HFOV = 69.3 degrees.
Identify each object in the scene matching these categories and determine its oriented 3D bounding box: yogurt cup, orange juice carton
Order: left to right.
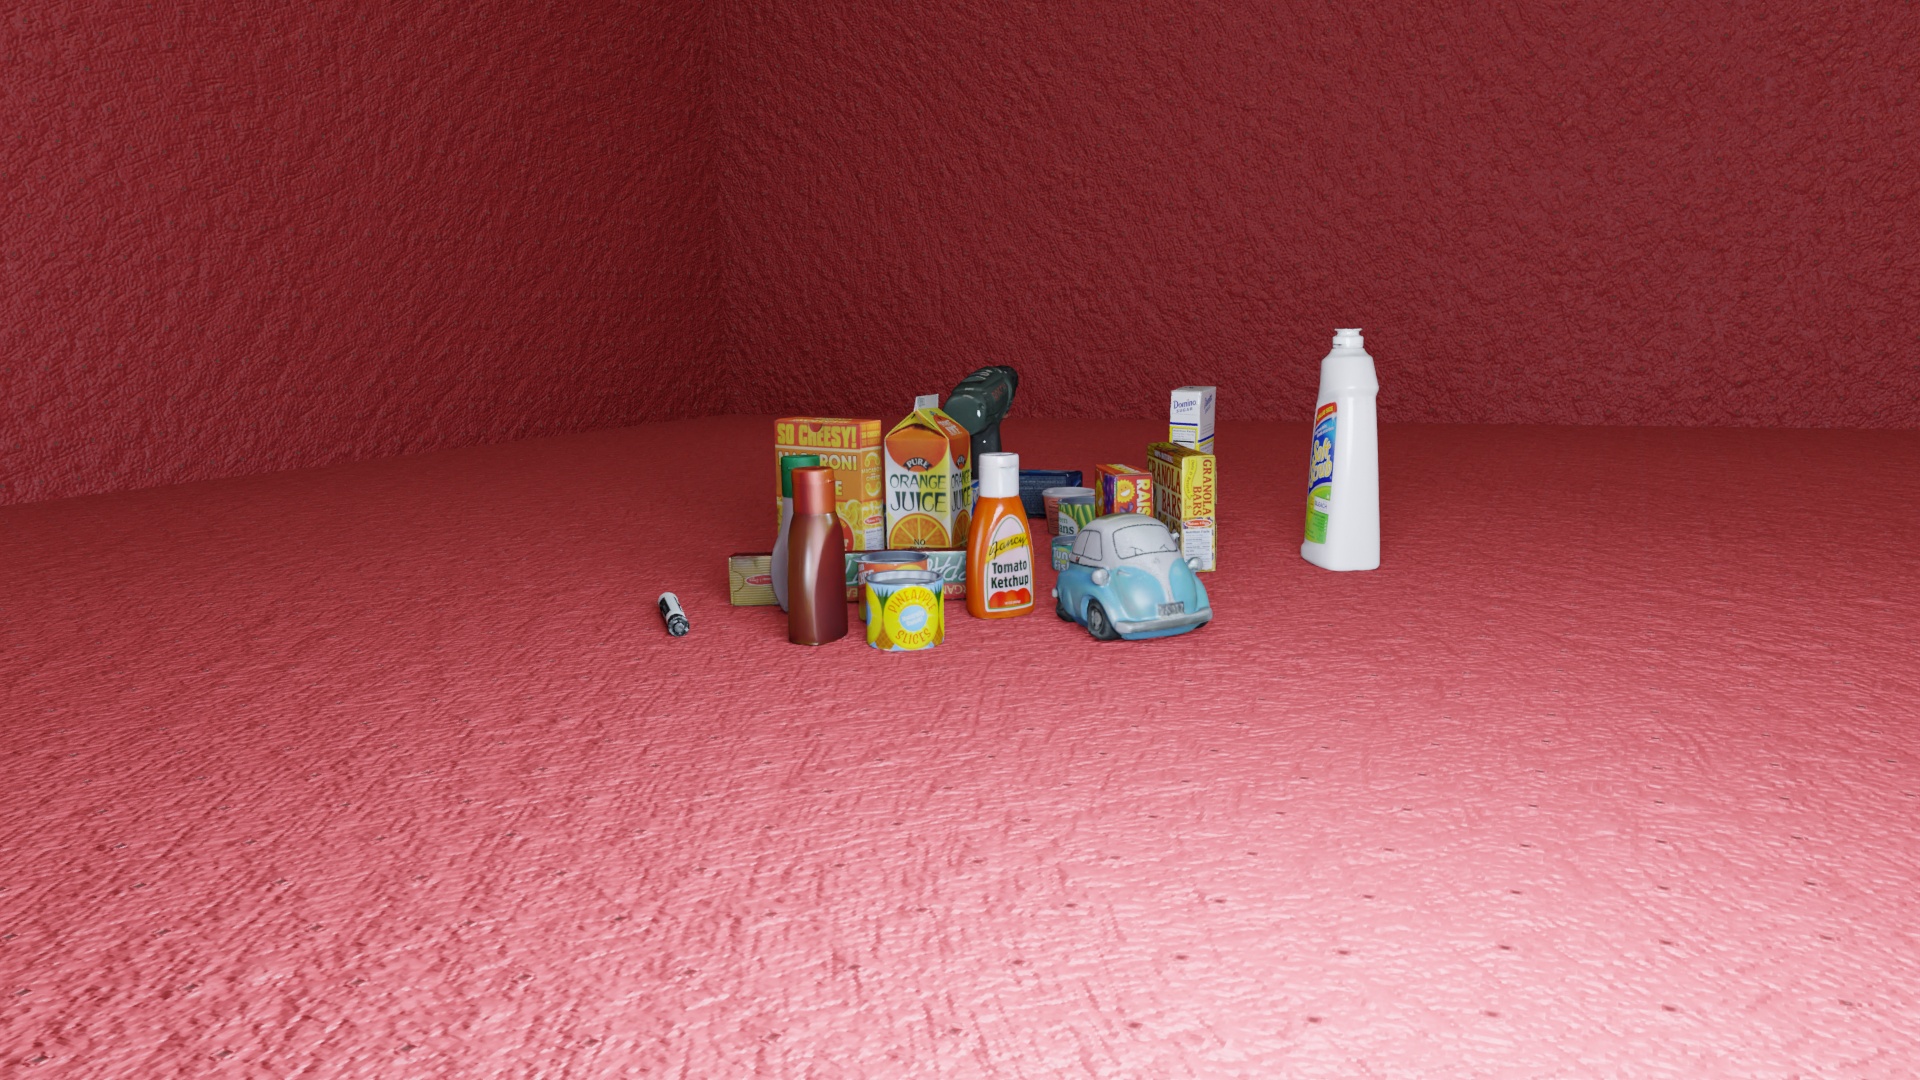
[{"bbox_3d":[-0.033,-0.056,1.454,0.073,0.192,0.072,2,9,19],"label":"orange juice carton"},{"bbox_3d":[0.137,-0.036,1.740,0.072,0.054,0.072,-1,9,0],"label":"yogurt cup"}]

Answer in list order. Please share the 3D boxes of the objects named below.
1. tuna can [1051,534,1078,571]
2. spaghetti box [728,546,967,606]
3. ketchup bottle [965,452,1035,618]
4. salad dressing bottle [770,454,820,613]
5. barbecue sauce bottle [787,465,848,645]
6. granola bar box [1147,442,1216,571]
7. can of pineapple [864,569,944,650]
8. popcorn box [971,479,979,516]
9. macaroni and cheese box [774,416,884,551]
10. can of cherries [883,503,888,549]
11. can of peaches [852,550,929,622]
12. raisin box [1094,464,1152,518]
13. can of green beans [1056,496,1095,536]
[{"bbox_3d":[0.129,0.014,1.497,0.071,0.032,0.071,-1,9,0],"label":"tuna can"},{"bbox_3d":[-0.097,0.034,1.349,0.250,0.050,0.029,-1,9,-1],"label":"spaghetti box"},{"bbox_3d":[0.035,-0.005,1.268,0.065,0.148,0.043,-6,10,-27],"label":"ketchup bottle"},{"bbox_3d":[-0.147,-0.006,1.303,0.064,0.147,0.044,1,9,14],"label":"salad dressing bottle"},{"bbox_3d":[-0.123,0.012,1.187,0.043,0.148,0.065,2,9,22],"label":"barbecue sauce bottle"},{"bbox_3d":[0.242,-0.039,1.527,0.039,0.124,0.166,-2,9,-5],"label":"granola bar box"},{"bbox_3d":[-0.046,0.058,1.171,0.071,0.057,0.071,-1,9,0],"label":"can of pineapple"},{"bbox_3d":[0.006,-0.020,1.558,0.038,0.085,0.127,1,9,12],"label":"popcorn box"},{"bbox_3d":[-0.142,-0.048,1.498,0.123,0.166,0.040,5,11,35],"label":"macaroni and cheese box"},{"bbox_3d":[-0.080,-0.009,1.591,0.071,0.058,0.071,-1,9,0],"label":"can of cherries"},{"bbox_3d":[-0.063,0.043,1.268,0.071,0.058,0.071,-1,9,0],"label":"can of peaches"},{"bbox_3d":[0.158,-0.010,1.357,0.040,0.123,0.086,-2,9,-8],"label":"raisin box"},{"bbox_3d":[0.147,-0.019,1.622,0.071,0.057,0.071,-1,9,0],"label":"can of green beans"}]
